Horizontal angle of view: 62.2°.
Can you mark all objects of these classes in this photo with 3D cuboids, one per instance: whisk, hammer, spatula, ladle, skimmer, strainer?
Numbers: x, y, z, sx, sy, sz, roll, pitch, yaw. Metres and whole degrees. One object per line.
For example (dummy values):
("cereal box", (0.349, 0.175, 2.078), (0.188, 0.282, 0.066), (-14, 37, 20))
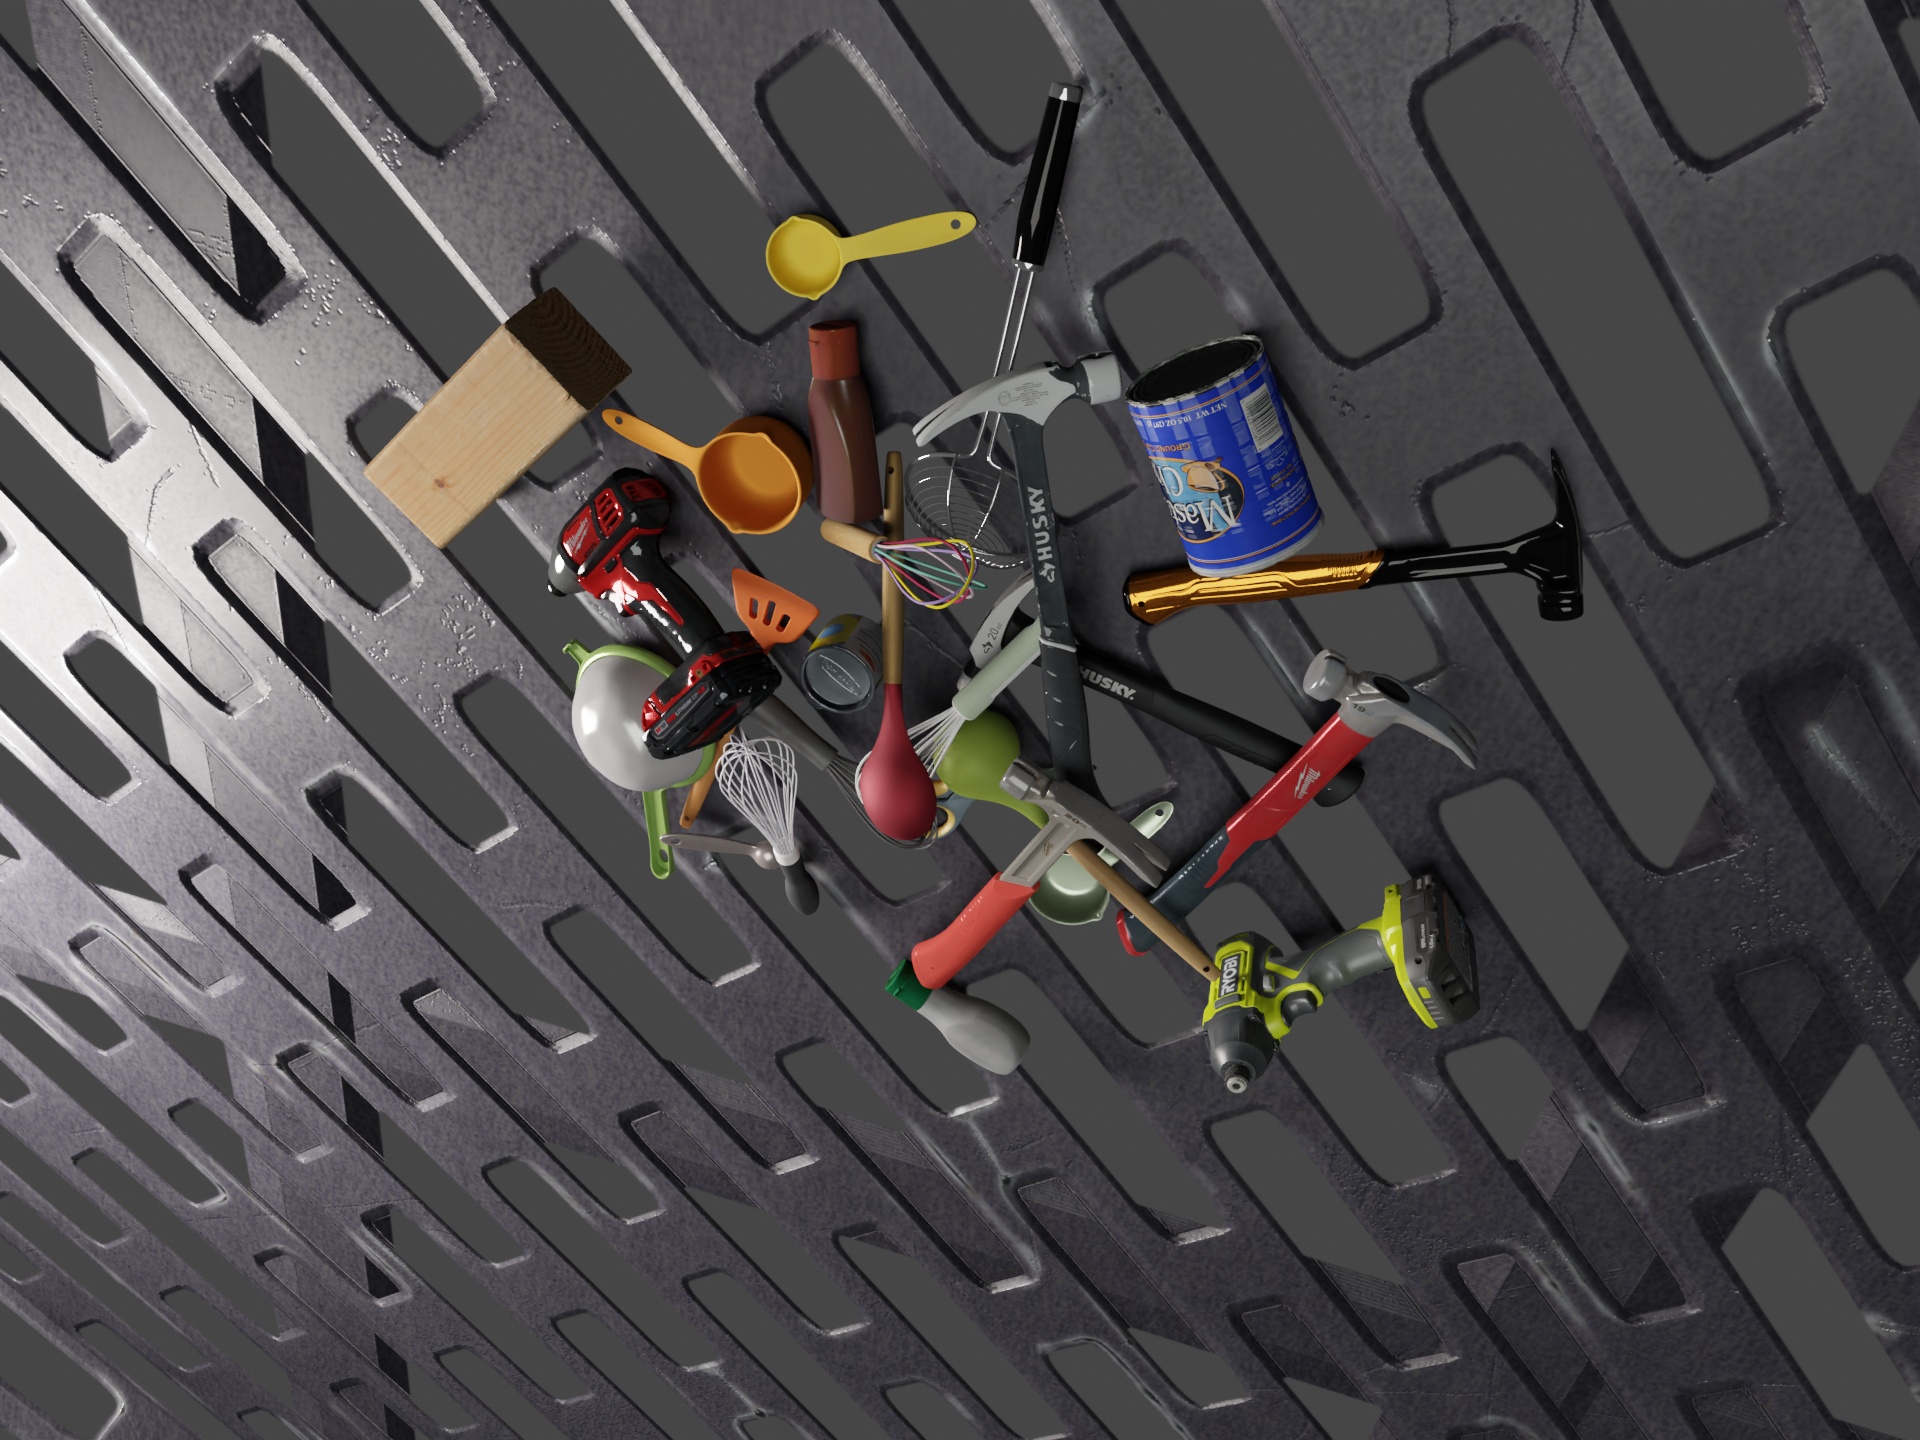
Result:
("whisk", (-0.162, 0.101, 1.427), (0.070, 0.070, 0.284), (7, 145, 13))
("hammer", (0.252, 0.096, 1.310), (0.143, 0.038, 0.386), (28, 135, -8))
("hammer", (0.171, -0.017, 1.295), (0.335, 0.035, 0.146), (24, 127, 1))
("whisk", (-0.114, 0.033, 1.381), (0.239, 0.055, 0.055), (39, 125, -12))
("spatula", (-0.205, -0.009, 1.416), (0.081, 0.041, 0.322), (27, 127, -2))
("hammer", (0.043, 0.161, 1.387), (0.149, 0.037, 0.359), (36, 143, 1))
("ladle", (0.104, 0.111, 1.363), (0.320, 0.062, 0.078), (42, 99, -5))
("whisk", (-0.002, -0.004, 1.300), (0.059, 0.058, 0.246), (48, 117, 4))
("whisk", (-0.048, -0.128, 1.200), (0.051, 0.245, 0.047), (-6, 108, -27))
("hammer", (0.285, -0.118, 1.191), (0.337, 0.034, 0.127), (-5, 122, 21))
("hammer", (0.067, -0.074, 1.211), (0.149, 0.036, 0.408), (-12, 123, -2))
("ladle", (-0.052, -0.056, 1.273), (0.069, 0.031, 0.315), (4, 99, 23))
("skimmer", (0.042, -0.277, 1.166), (0.127, 0.090, 0.363), (19, 116, 11))
("strainer", (-0.299, 0.055, 1.454), (0.151, 0.069, 0.256), (15, 126, 22))

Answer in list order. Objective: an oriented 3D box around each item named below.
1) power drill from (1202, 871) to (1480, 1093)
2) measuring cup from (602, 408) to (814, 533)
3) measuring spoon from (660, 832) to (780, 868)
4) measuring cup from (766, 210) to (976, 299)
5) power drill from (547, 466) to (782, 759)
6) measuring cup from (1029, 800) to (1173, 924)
("power drill", (0.311, 0.223, 1.330), (0.223, 0.171, 0.080), (-25, 112, 26))
("measuring cup", (-0.198, -0.217, 1.269), (0.173, 0.052, 0.095), (26, 127, 2))
("measuring spoon", (-0.220, 0.123, 1.491), (0.124, 0.018, 0.034), (10, 132, -21))
("measuring cup", (-0.064, -0.350, 1.159), (0.156, 0.029, 0.062), (-9, 120, 9))
("power drill", (-0.259, -0.085, 1.326), (0.143, 0.078, 0.220), (-38, 81, 32))
("measuring cup", (0.127, 0.114, 1.398), (0.083, 0.038, 0.167), (42, 118, -10))
